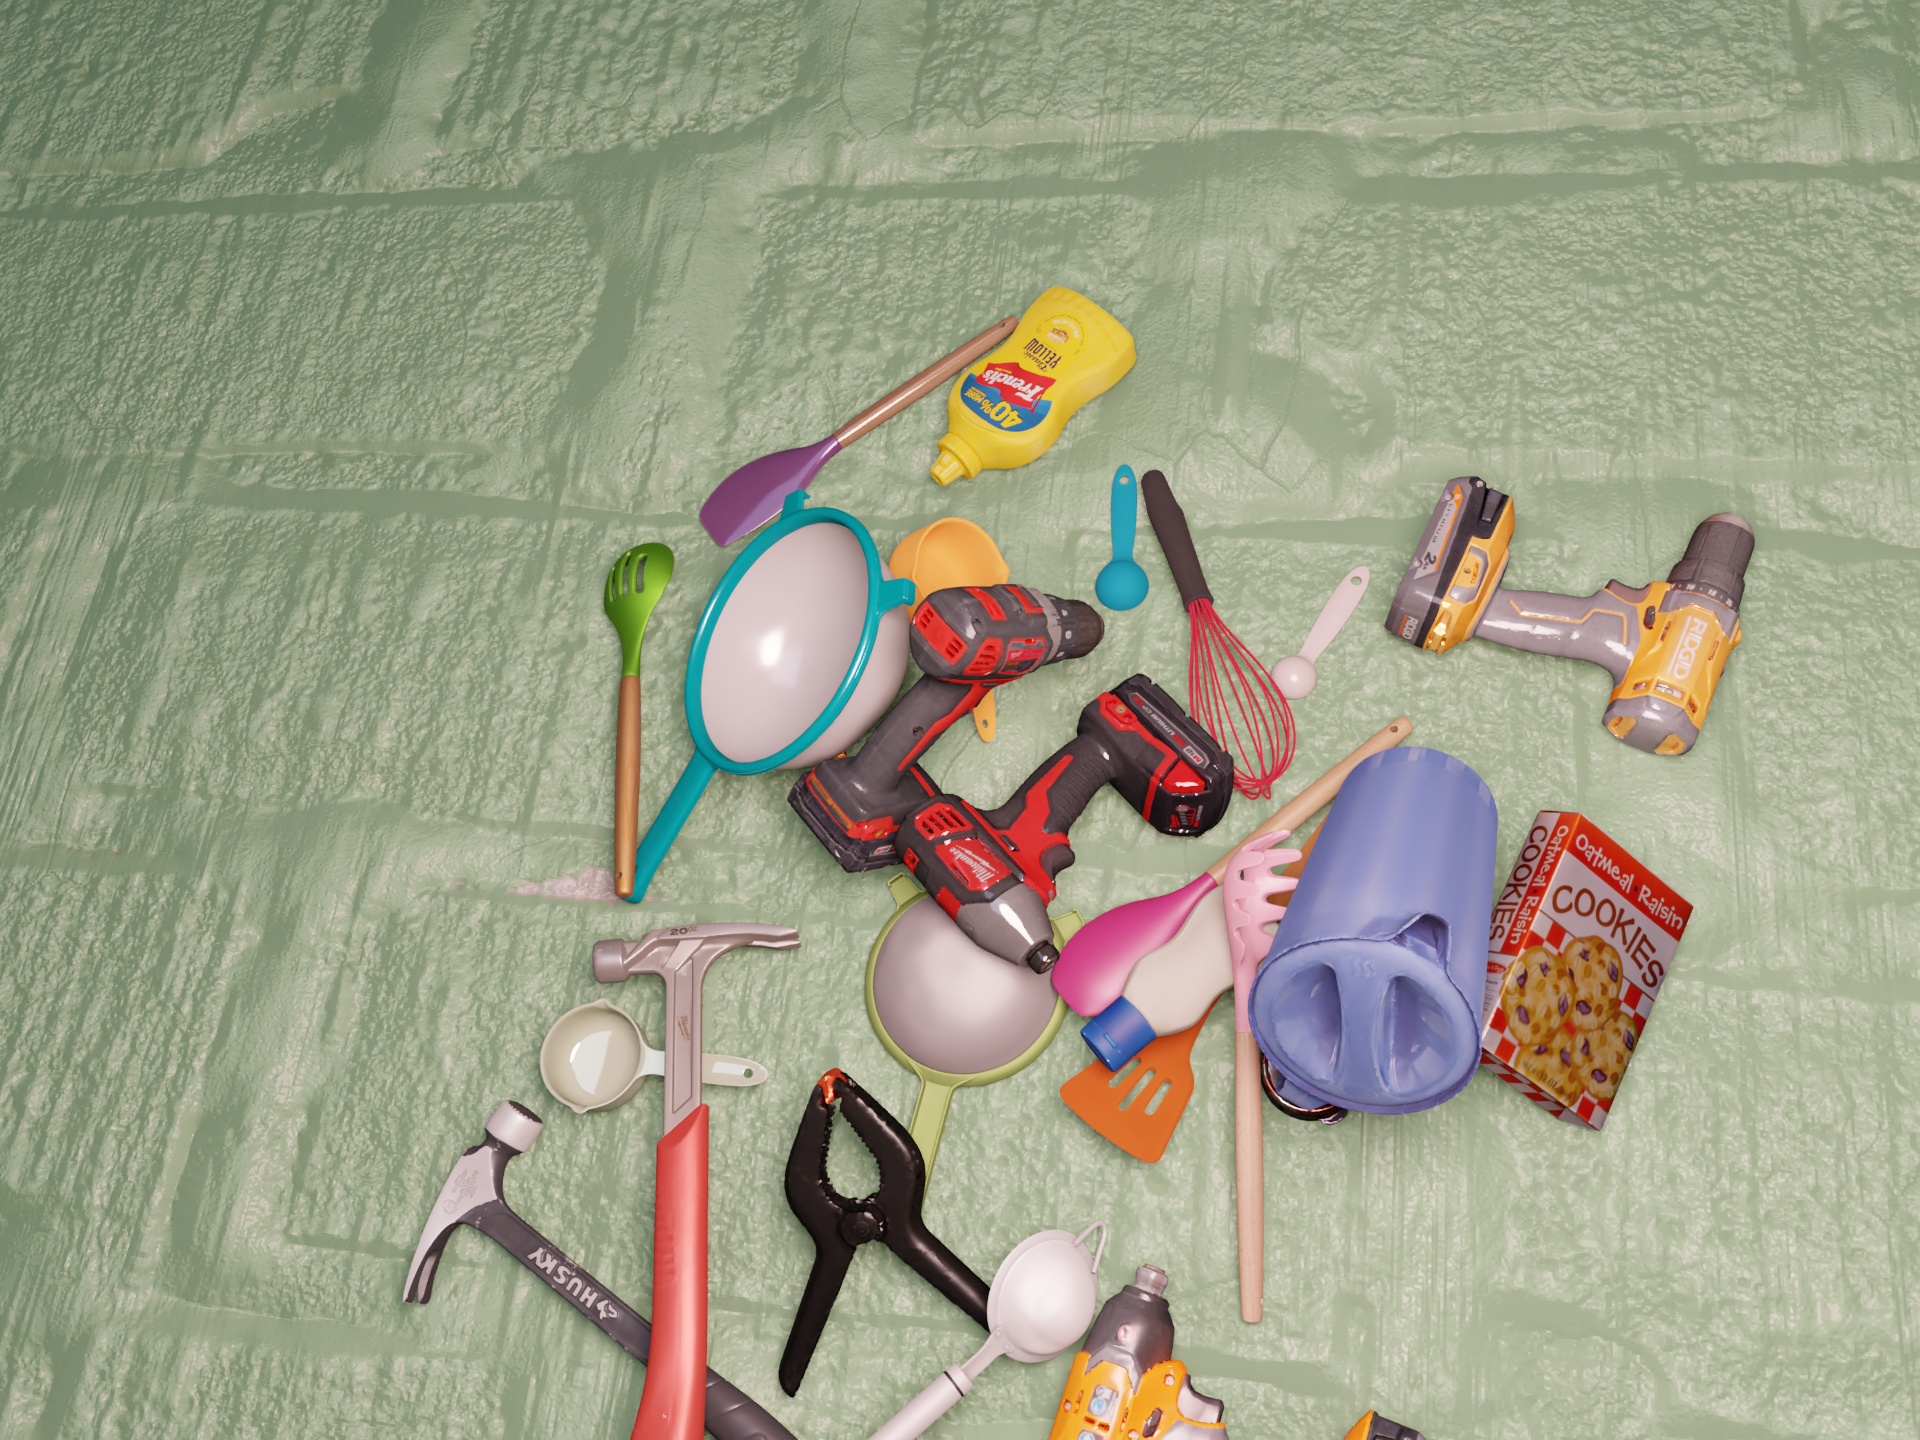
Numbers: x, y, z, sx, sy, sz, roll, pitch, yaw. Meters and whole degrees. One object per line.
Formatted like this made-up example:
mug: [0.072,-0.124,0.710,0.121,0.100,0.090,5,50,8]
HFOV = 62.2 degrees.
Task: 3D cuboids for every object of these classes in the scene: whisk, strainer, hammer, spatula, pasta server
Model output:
whisk: [0.185,-0.072,1.192,0.073,0.073,0.296,-17,61,4]
strainer: [0.007,0.412,1.002,0.258,0.050,0.086,-36,110,-17]
hammer: [-0.178,0.309,1.072,0.149,0.036,0.359,-4,60,-1]
hammer: [-0.207,0.425,1.061,0.409,0.036,0.149,29,78,25]
spatula: [-0.084,-0.250,1.337,0.316,0.018,0.060,-34,65,-3]
strainer: [-0.014,0.225,1.101,0.151,0.069,0.256,11,69,15]
spatula: [0.195,0.158,1.104,0.081,0.041,0.322,34,77,22]
pasta server: [0.193,0.229,1.029,0.040,0.060,0.316,-2,87,38]
strainer: [-0.141,0.006,1.209,0.340,0.095,0.211,-57,42,9]

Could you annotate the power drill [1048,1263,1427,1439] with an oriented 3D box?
power drill: [0.171,0.443,0.972,0.226,0.084,0.164,14,71,20]

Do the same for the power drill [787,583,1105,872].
power drill: [-0.002,-0.004,1.131,0.080,0.187,0.226,48,119,24]

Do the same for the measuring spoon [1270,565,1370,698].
measuring spoon: [0.273,-0.070,1.194,0.034,0.018,0.124,30,76,21]

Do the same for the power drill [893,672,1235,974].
power drill: [0.078,0.075,1.106,0.219,0.078,0.143,-32,62,-21]

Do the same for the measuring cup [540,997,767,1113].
measuring cup: [-0.218,0.250,1.151,0.167,0.038,0.083,5,68,7]

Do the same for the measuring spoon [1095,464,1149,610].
measuring spoon: [0.127,-0.149,1.251,0.042,0.021,0.129,-1,69,10]

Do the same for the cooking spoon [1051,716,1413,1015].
cooking spoon: [0.196,0.096,1.118,0.319,0.017,0.069,-37,59,-9]

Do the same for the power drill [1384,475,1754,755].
power drill: [0.444,-0.098,1.141,0.226,0.084,0.185,24,74,15]

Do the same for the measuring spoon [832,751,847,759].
measuring spoon: [-0.079,0.058,1.213,0.021,0.011,0.117,-27,66,-1]

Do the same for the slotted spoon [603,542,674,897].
slotted spoon: [-0.259,-0.010,1.251,0.070,0.031,0.314,-17,61,25]

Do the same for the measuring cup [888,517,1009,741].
measuring cup: [-0.007,-0.067,1.228,0.052,0.095,0.173,-11,89,51]
